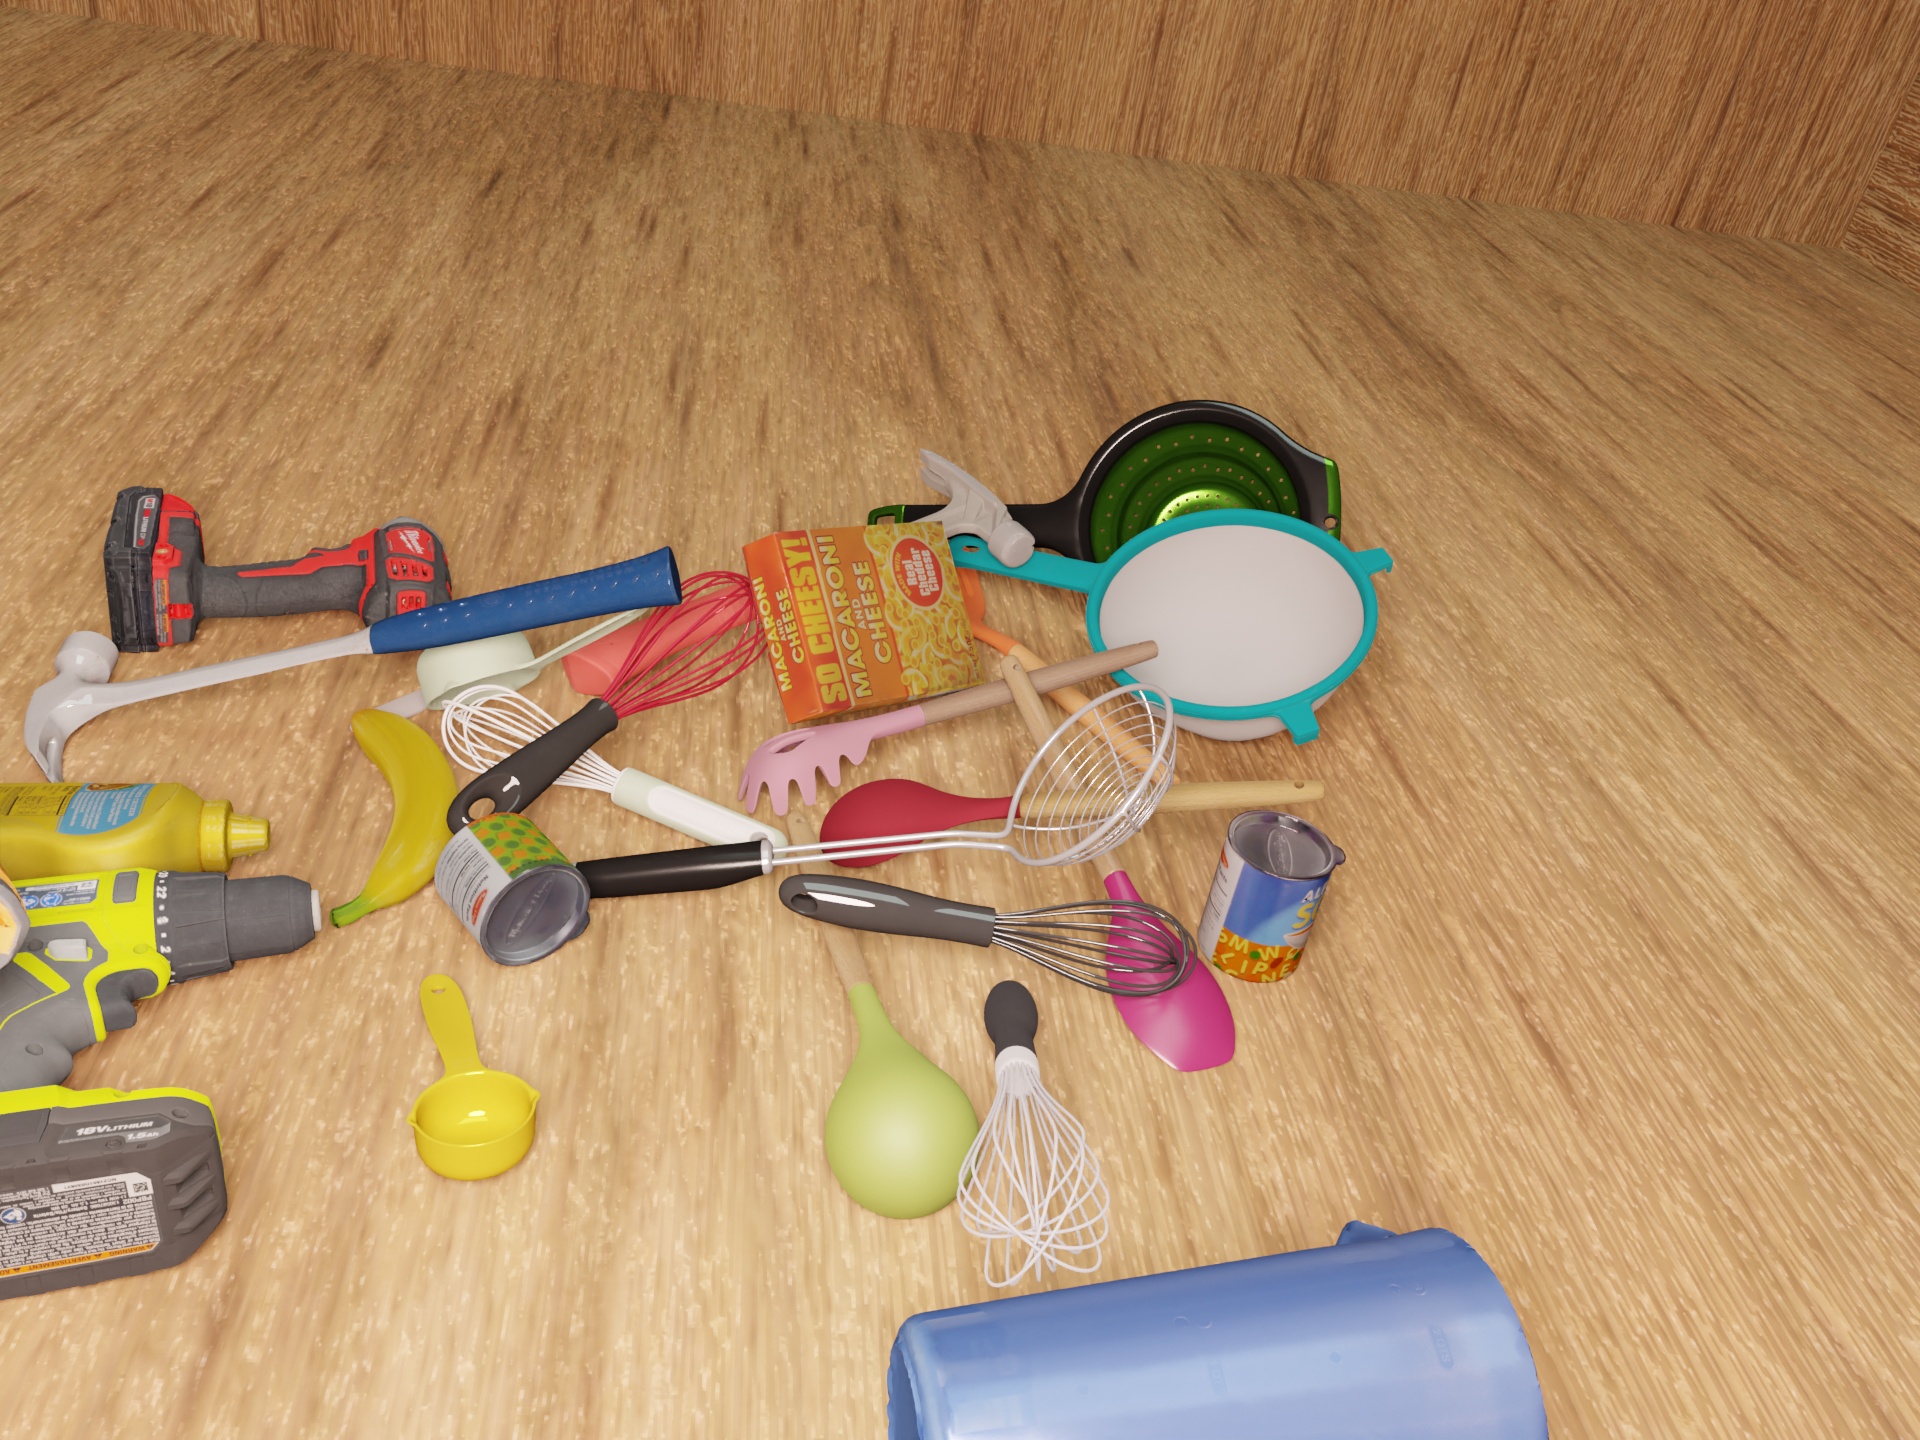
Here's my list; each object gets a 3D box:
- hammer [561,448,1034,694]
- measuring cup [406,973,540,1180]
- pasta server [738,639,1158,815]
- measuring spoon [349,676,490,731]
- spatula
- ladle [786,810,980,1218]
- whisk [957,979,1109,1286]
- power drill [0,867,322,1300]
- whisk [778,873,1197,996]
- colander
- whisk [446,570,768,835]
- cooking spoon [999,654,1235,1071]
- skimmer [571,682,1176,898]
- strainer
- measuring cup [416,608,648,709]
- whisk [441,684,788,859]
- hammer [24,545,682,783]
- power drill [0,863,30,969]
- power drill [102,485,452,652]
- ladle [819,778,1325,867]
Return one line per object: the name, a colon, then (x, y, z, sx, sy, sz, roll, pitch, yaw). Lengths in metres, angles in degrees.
hammer: (-0.129, -0.108, 1.185, 0.359, 0.036, 0.149, -24, 46, -25)
measuring cup: (-0.253, 0.178, 0.804, 0.062, 0.029, 0.157, -7, 25, -24)
pasta server: (-0.002, -0.003, 1.076, 0.316, 0.040, 0.060, -16, 26, -22)
measuring spoon: (-0.361, -0.022, 1.077, 0.034, 0.018, 0.124, 27, 37, 24)
spatula: (0.059, -0.048, 1.210, 0.081, 0.041, 0.323, 2, 31, -44)
ladle: (-0.062, 0.147, 0.890, 0.078, 0.062, 0.320, -3, 28, -17)
whisk: (0.029, 0.186, 0.773, 0.070, 0.070, 0.285, 8, 11, -3)
power drill: (-0.403, 0.150, 0.751, 0.190, 0.080, 0.229, -5, 33, -20)
whisk: (0.016, 0.114, 0.893, 0.239, 0.055, 0.055, 10, 33, -5)
colander: (0.120, -0.158, 1.346, 0.397, 0.204, 0.094, 2, -4, 16)
whisk: (-0.211, -0.014, 0.994, 0.073, 0.073, 0.296, 23, 42, 20)
cooking spoon: (0.085, 0.077, 0.985, 0.068, 0.017, 0.319, -8, 51, -22)
skimmer: (-0.056, 0.048, 0.917, 0.363, 0.090, 0.127, -7, 30, 0)
strainer: (0.146, -0.072, 1.220, 0.340, 0.095, 0.211, 15, 54, 23)
measuring cup: (-0.281, -0.054, 1.043, 0.167, 0.038, 0.083, -24, -6, 13)
whisk: (-0.220, 0.037, 1.001, 0.246, 0.059, 0.058, 22, 73, 10)
hammer: (-0.376, -0.044, 0.992, 0.405, 0.035, 0.144, -12, 37, -2)
power drill: (-0.545, 0.107, 0.707, 0.226, 0.084, 0.185, -37, 41, -23)
power drill: (-0.477, -0.108, 1.130, 0.219, 0.078, 0.143, 0, 34, -21)
ladle: (0.063, 0.053, 0.978, 0.315, 0.031, 0.069, -4, 46, 10)
